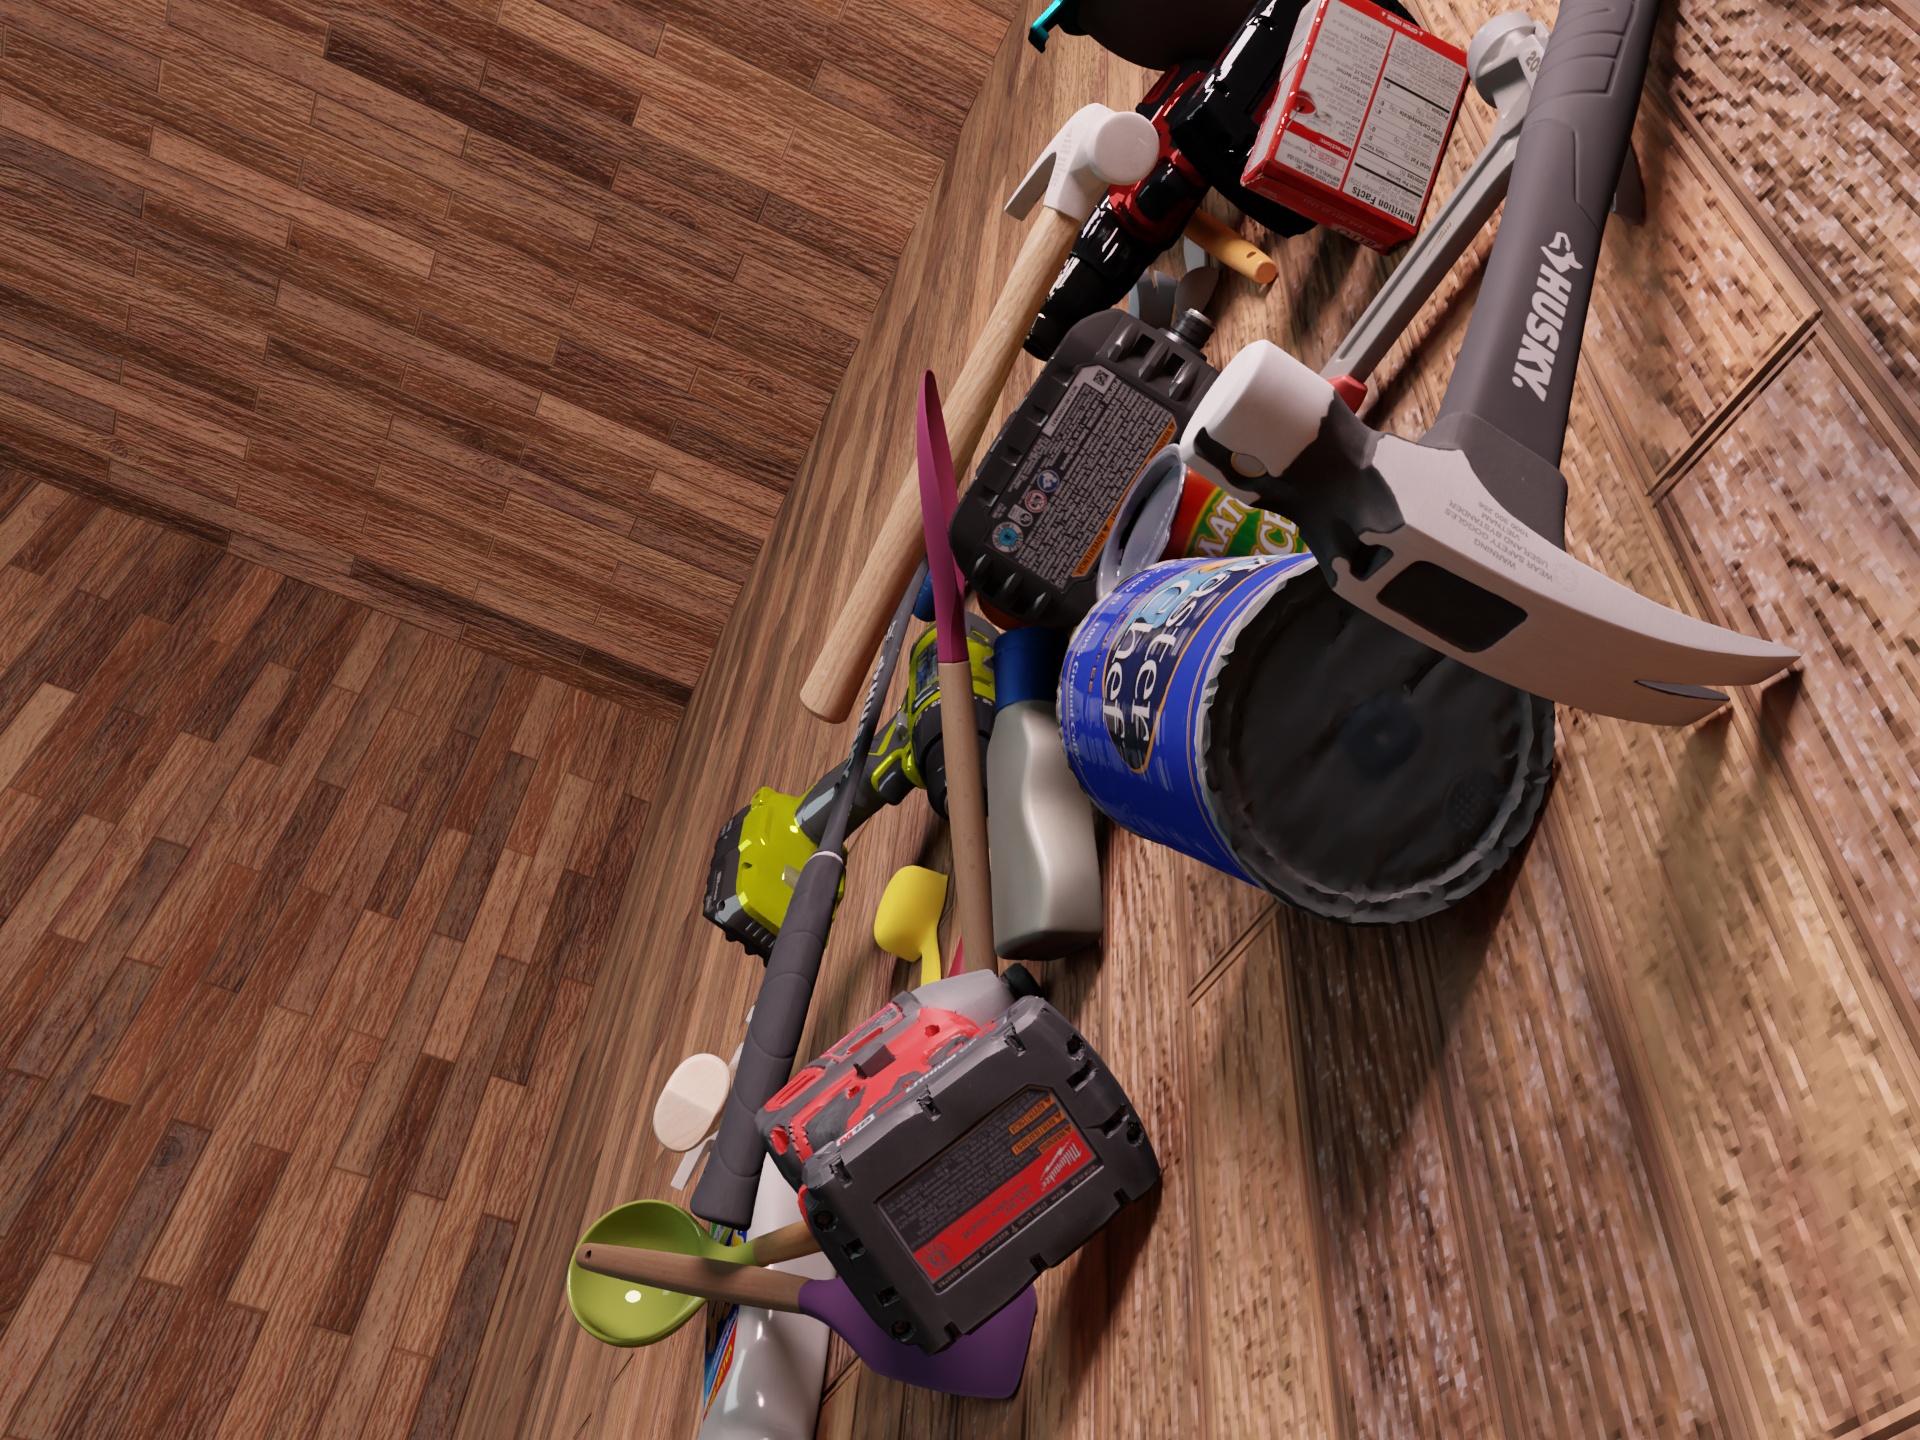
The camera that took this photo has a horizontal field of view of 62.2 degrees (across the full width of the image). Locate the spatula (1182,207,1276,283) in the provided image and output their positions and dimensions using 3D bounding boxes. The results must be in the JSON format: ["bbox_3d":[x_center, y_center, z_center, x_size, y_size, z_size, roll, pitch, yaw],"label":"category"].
[{"bbox_3d":[0.134,-0.299,0.958,0.081,0.041,0.323,-32,29,7],"label":"spatula"}]

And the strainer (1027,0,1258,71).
[{"bbox_3d":[0.199,-0.465,0.850,0.340,0.095,0.211,-37,4,42],"label":"strainer"}]

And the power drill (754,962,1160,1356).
[{"bbox_3d":[-0.007,0.157,0.646,0.143,0.078,0.220,-35,5,-11],"label":"power drill"}]

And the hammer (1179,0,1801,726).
[{"bbox_3d":[0.172,-0.142,0.445,0.035,0.146,0.335,-49,12,53],"label":"hammer"}]

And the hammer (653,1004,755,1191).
[{"bbox_3d":[-0.158,0.249,1.002,0.410,0.038,0.146,108,-172,-78],"label":"hammer"}]

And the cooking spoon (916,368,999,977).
[{"bbox_3d":[-0.001,-0.002,0.745,0.069,0.017,0.319,-56,-39,-79],"label":"cooking spoon"}]

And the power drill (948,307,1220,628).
[{"bbox_3d":[0.070,-0.128,0.774,0.171,0.080,0.223,-58,-1,13],"label":"power drill"}]

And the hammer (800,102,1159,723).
[{"bbox_3d":[-0.001,-0.148,0.801,0.331,0.031,0.130,-63,17,15],"label":"hammer"}]

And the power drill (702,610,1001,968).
[{"bbox_3d":[-0.054,0.052,0.970,0.228,0.080,0.191,-43,21,20],"label":"power drill"}]

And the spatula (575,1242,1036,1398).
[{"bbox_3d":[-0.084,0.256,0.721,0.316,0.018,0.060,-12,54,44],"label":"spatula"}]

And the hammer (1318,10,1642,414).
[{"bbox_3d":[0.134,-0.103,0.655,0.359,0.036,0.149,-56,18,39],"label":"hammer"}]

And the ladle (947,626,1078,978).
[{"bbox_3d":[0.018,0.079,0.839,0.315,0.031,0.069,-69,18,-11],"label":"ladle"}]

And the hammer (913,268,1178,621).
[{"bbox_3d":[0.044,-0.160,1.090,0.405,0.035,0.144,140,146,-64],"label":"hammer"}]

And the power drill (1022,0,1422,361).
[{"bbox_3d":[0.115,-0.275,0.810,0.188,0.080,0.227,-56,16,-6],"label":"power drill"}]

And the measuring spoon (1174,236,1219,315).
[{"bbox_3d":[0.136,-0.275,0.953,0.124,0.018,0.034,-84,21,-52],"label":"measuring spoon"}]

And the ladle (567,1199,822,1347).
[{"bbox_3d":[-0.090,0.248,0.770,0.320,0.062,0.078,-31,36,41],"label":"ladle"}]

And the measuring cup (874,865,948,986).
[{"bbox_3d":[-0.030,0.133,0.926,0.157,0.029,0.062,-98,33,-70],"label":"measuring cup"}]

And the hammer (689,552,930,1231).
[{"bbox_3d":[-0.064,0.062,0.833,0.149,0.036,0.409,-43,27,56],"label":"hammer"}]
